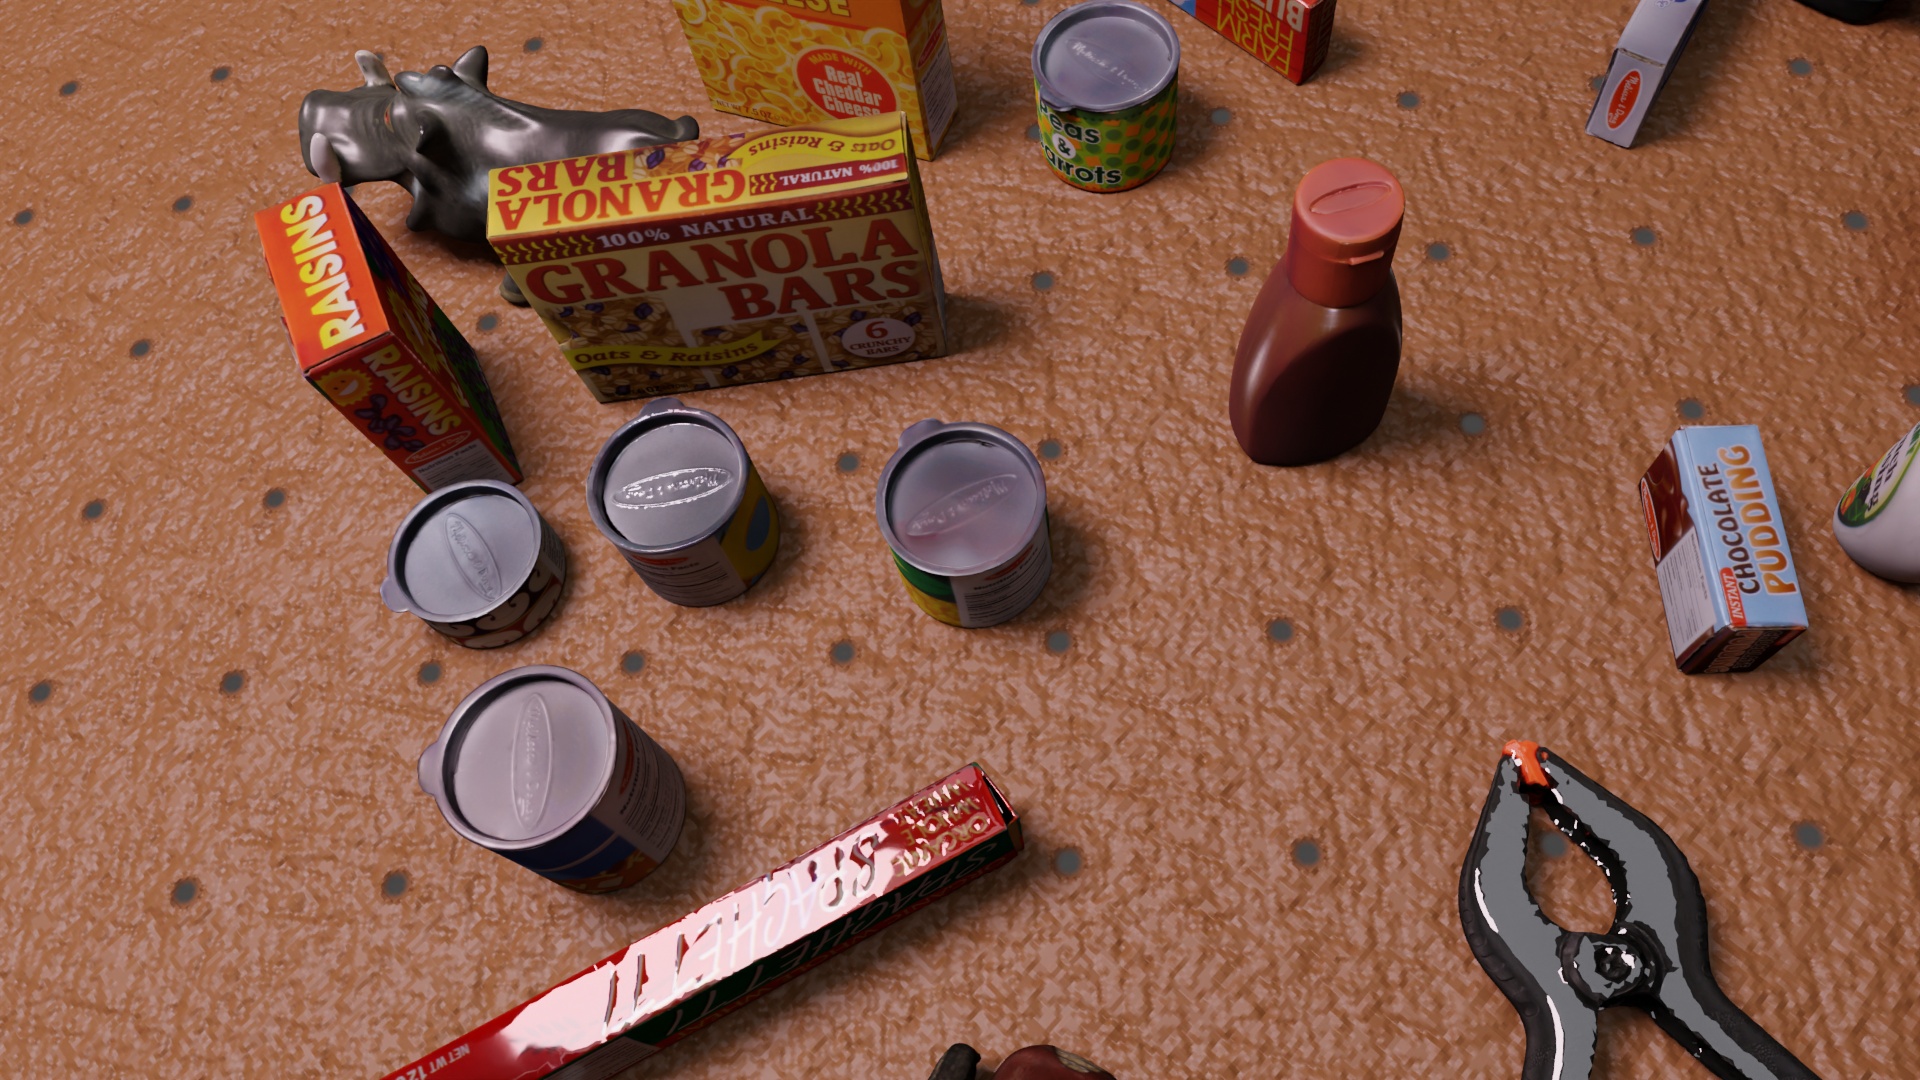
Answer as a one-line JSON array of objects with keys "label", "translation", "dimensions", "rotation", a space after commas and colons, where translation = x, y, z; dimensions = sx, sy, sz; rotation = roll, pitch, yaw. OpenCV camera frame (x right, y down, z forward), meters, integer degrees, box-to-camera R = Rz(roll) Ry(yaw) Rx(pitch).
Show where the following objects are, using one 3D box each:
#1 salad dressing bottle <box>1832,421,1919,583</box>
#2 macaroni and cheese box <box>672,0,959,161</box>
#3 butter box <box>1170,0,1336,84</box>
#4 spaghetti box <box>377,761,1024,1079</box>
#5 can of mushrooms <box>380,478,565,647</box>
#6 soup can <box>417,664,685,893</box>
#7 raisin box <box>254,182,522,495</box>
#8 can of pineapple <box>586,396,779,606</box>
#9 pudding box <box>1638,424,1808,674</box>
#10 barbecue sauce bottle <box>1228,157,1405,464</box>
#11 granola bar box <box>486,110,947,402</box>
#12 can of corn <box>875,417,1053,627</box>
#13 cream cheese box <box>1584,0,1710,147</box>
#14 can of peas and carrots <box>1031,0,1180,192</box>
[{"label": "salad dressing bottle", "translation": [0.356, -0.034, 0.477], "dimensions": [0.044, 0.147, 0.064], "rotation": [36, 74, 21]}, {"label": "macaroni and cheese box", "translation": [-0.072, -0.251, 0.623], "dimensions": [0.124, 0.165, 0.040], "rotation": [17, 68, 15]}, {"label": "butter box", "translation": [0.134, -0.269, 0.669], "dimensions": [0.024, 0.053, 0.104], "rotation": [-42, 67, -12]}, {"label": "spaghetti box", "translation": [-0.092, 0.154, 0.497], "dimensions": [0.250, 0.050, 0.029], "rotation": [-27, 65, -6]}, {"label": "can of mushrooms", "translation": [-0.206, 0.011, 0.588], "dimensions": [0.071, 0.033, 0.071], "rotation": [-3, 64, 6]}, {"label": "soup can", "translation": [-0.148, 0.091, 0.515], "dimensions": [0.071, 0.083, 0.071], "rotation": [-3, 65, 6]}, {"label": "raisin box", "translation": [-0.238, -0.077, 0.584], "dimensions": [0.040, 0.123, 0.086], "rotation": [-26, 65, -5]}, {"label": "can of pineapple", "translation": [-0.112, -0.015, 0.575], "dimensions": [0.071, 0.057, 0.071], "rotation": [-3, 65, 6]}, {"label": "pudding box", "translation": [0.285, 0.003, 0.523], "dimensions": [0.030, 0.049, 0.084], "rotation": [-2, 65, 6]}, {"label": "barbecue sauce bottle", "translation": [0.138, -0.082, 0.526], "dimensions": [0.065, 0.148, 0.044], "rotation": [-15, 64, 0]}, {"label": "granola bar box", "translation": [-0.094, -0.114, 0.583], "dimensions": [0.165, 0.123, 0.039], "rotation": [-7, 64, 4]}, {"label": "can of corn", "translation": [0.002, -0.007, 0.557], "dimensions": [0.071, 0.058, 0.071], "rotation": [-3, 65, 6]}, {"label": "cream cheese box", "translation": [0.319, -0.234, 0.629], "dimensions": [0.024, 0.053, 0.104], "rotation": [28, 71, 18]}, {"label": "can of peas and carrots", "translation": [0.066, -0.203, 0.643], "dimensions": [0.071, 0.058, 0.071], "rotation": [-3, 65, 6]}]
